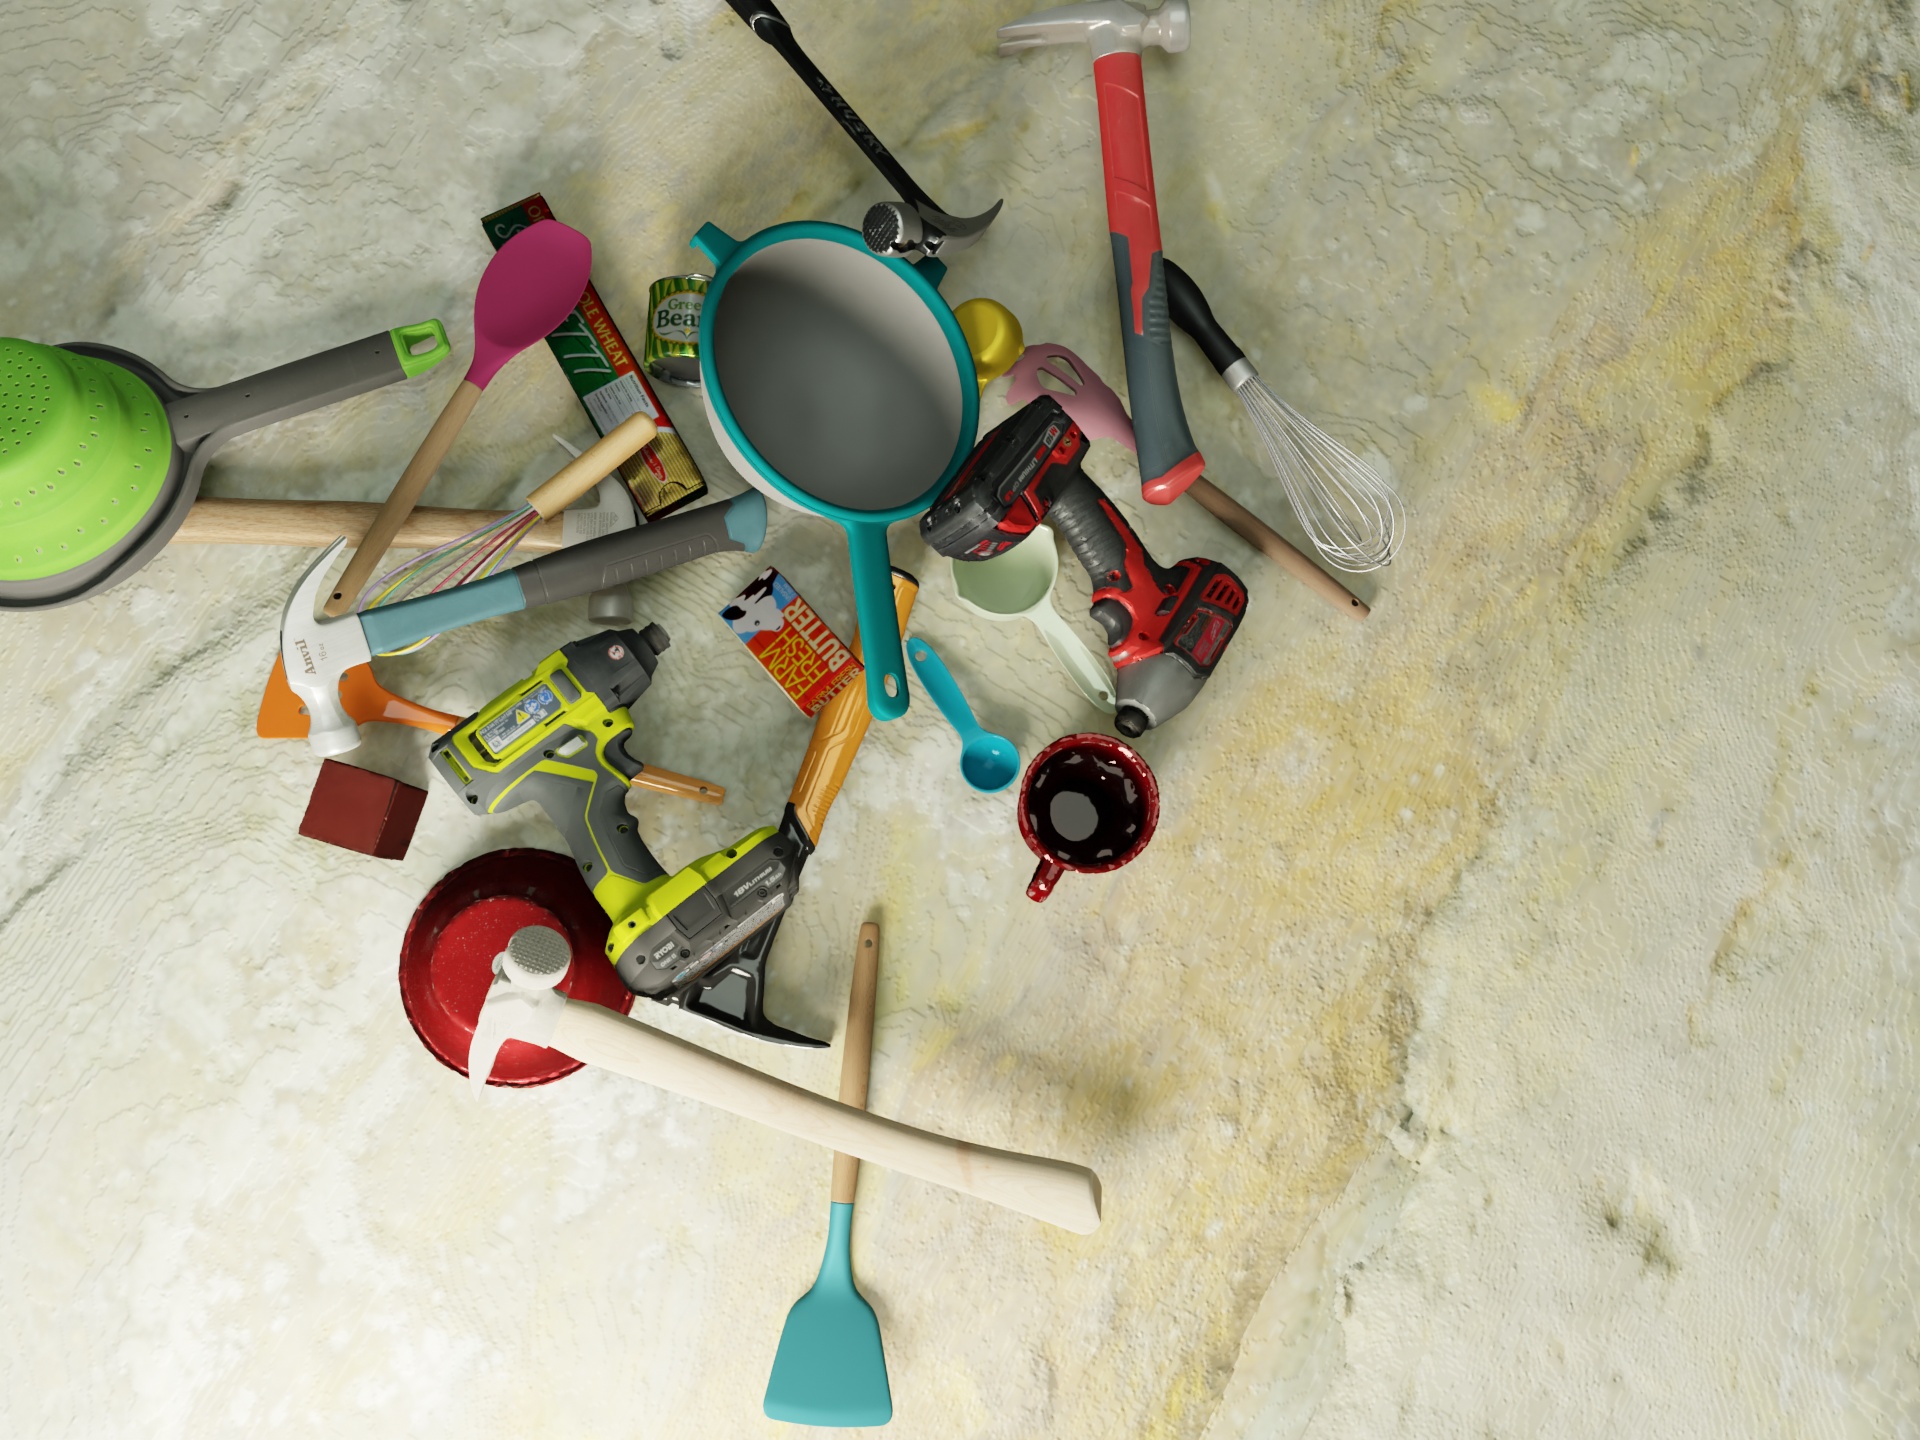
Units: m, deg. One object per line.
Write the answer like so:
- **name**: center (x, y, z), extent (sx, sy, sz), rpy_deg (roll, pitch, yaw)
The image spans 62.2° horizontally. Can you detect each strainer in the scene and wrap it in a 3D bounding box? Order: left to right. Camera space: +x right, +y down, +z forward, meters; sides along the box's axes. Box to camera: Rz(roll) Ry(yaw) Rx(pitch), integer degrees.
- **strainer**: center (-0.088, -0.162, 1.082), extent (0.211, 0.095, 0.340), rpy_deg (-4, 82, -34)

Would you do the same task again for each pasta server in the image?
- **pasta server**: center (0.165, -0.170, 1.146), extent (0.316, 0.040, 0.060), rpy_deg (37, 81, -1)

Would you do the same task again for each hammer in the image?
- **hammer**: center (-0.389, -0.137, 1.103), extent (0.331, 0.031, 0.130), rpy_deg (2, 81, -3)
- **hammer**: center (-0.278, -0.090, 1.047), extent (0.331, 0.033, 0.128), rpy_deg (-21, 108, -24)
- **hammer**: center (-0.121, -0.487, 1.148), extent (0.409, 0.036, 0.149), rpy_deg (53, 37, 12)
- **hammer**: center (-0.104, 0.251, 1.004), extent (0.410, 0.146, 0.038), rpy_deg (22, 39, -10)
- **hammer**: center (-0.093, 0.054, 1.090), extent (0.127, 0.034, 0.337), rpy_deg (20, 80, 1)
- **hammer**: center (0.110, -0.339, 1.138), extent (0.143, 0.038, 0.386), rpy_deg (-5, 76, 4)

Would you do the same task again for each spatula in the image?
- **spatula**: center (-0.319, 0.011, 1.090), extent (0.322, 0.041, 0.081), rpy_deg (15, 80, -5)
- **spatula**: center (-0.073, 0.292, 1.049), extent (0.082, 0.044, 0.318), rpy_deg (6, 80, -4)

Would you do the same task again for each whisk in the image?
- **whisk**: center (-0.300, -0.125, 1.069), extent (0.245, 0.047, 0.051), rpy_deg (-42, 126, -12)
- **whisk**: center (0.221, -0.223, 1.145), extent (0.070, 0.070, 0.285), rpy_deg (-33, 79, -8)

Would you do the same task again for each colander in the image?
- **colander**: center (-0.543, -0.211, 1.056), extent (0.397, 0.094, 0.205), rpy_deg (-22, 69, -9)

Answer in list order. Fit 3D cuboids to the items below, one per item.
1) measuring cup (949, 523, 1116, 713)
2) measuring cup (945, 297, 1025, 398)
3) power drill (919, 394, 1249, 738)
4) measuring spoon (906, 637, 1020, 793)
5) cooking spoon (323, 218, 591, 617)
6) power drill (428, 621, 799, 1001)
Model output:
- **measuring cup**: center (0.056, -0.071, 1.118), extent (0.083, 0.038, 0.167), rpy_deg (-36, 87, -8)
- **measuring cup**: center (-0.001, -0.228, 1.135), extent (0.062, 0.029, 0.156), rpy_deg (15, 85, 24)
- **power drill**: center (0.088, -0.097, 1.069), extent (0.219, 0.078, 0.143), rpy_deg (42, 62, -15)
- **measuring spoon**: center (-0.002, -0.004, 1.117), extent (0.042, 0.021, 0.129), rpy_deg (-31, 75, -7)
- **cooking spoon**: center (-0.348, -0.208, 1.091), extent (0.069, 0.017, 0.319), rpy_deg (27, 79, 2)
- **power drill**: center (-0.211, 0.053, 1.033), extent (0.171, 0.080, 0.223), rpy_deg (-38, 79, -14)
